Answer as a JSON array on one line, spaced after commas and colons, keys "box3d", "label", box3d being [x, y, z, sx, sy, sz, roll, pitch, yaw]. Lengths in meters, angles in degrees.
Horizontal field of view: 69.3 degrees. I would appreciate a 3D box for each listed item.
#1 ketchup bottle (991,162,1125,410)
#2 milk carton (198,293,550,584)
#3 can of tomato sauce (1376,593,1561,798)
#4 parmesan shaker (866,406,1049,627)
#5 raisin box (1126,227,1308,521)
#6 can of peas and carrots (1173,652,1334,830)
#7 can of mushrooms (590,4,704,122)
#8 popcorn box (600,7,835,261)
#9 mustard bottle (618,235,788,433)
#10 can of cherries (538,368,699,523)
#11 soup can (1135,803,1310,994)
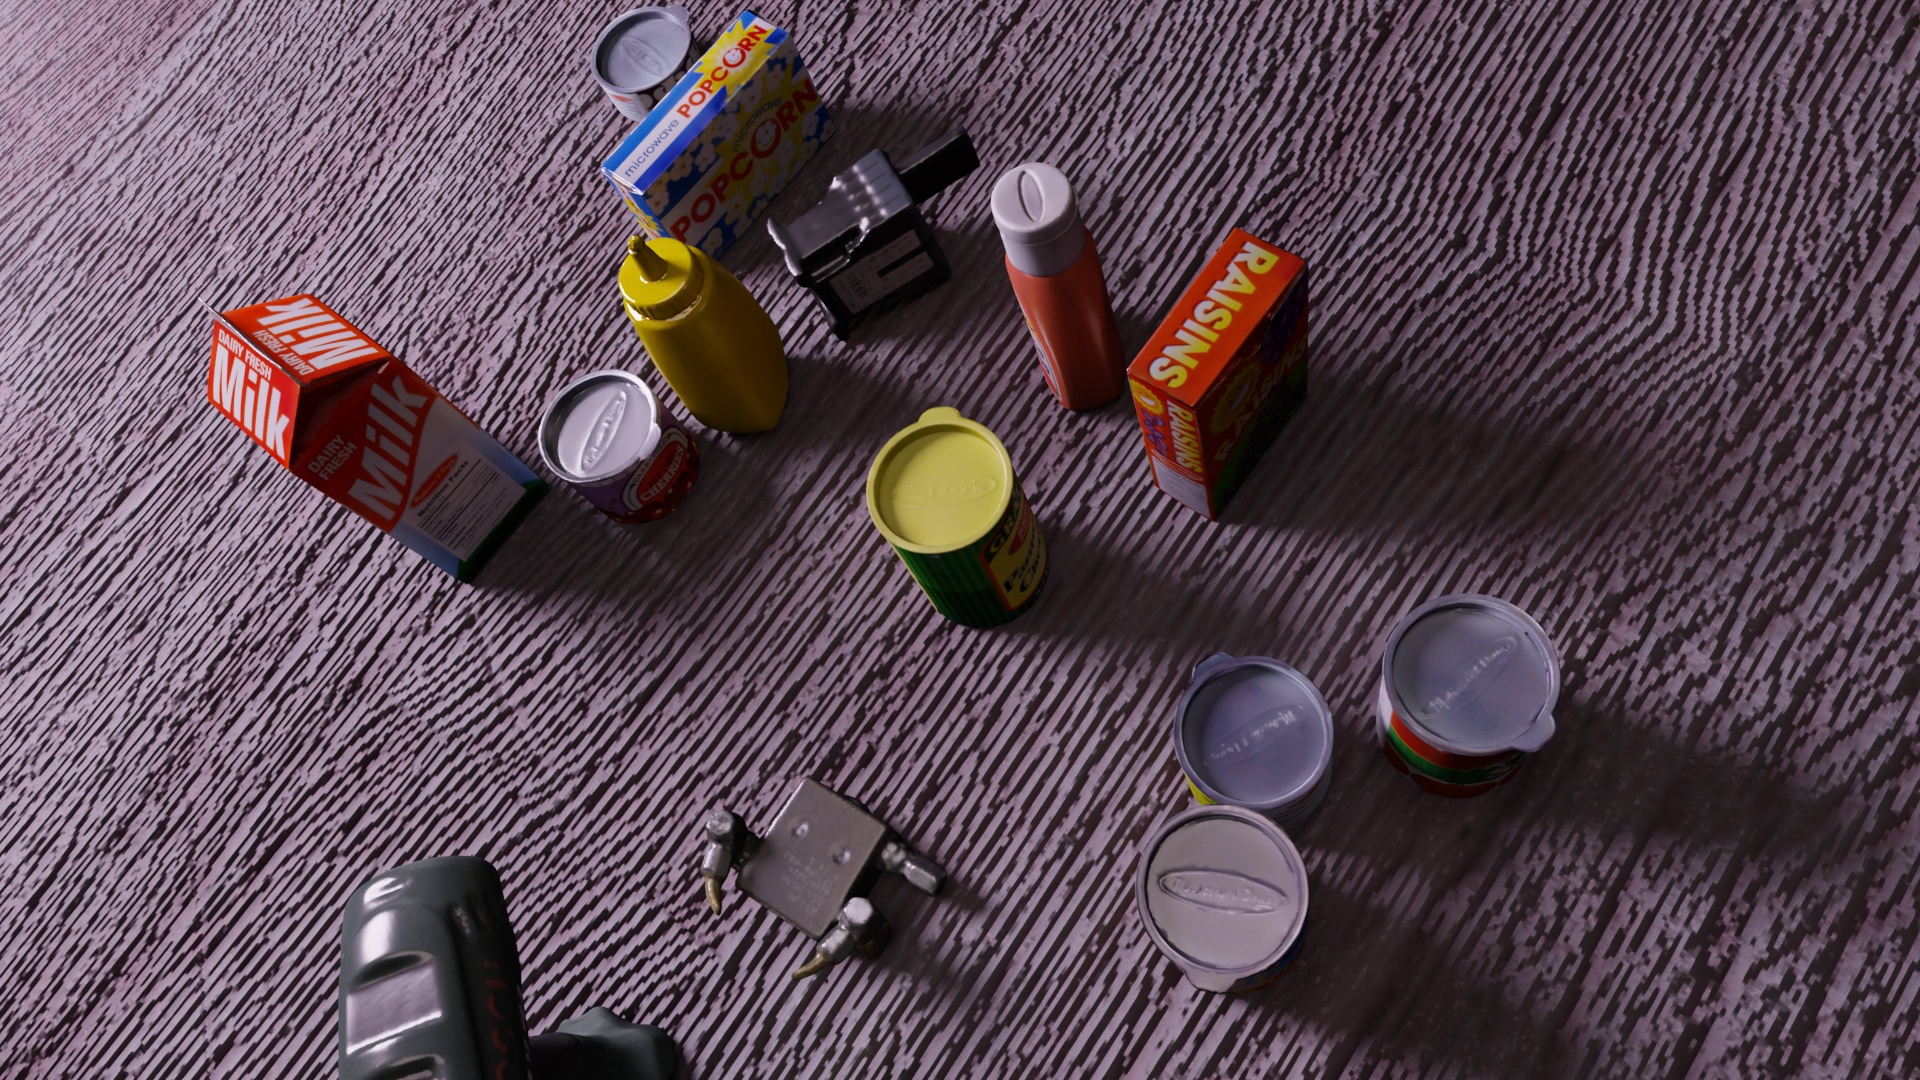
[{"box3d": [0.048, -0.122, 0.665, 0.043, 0.148, 0.065, -16, 65, 7], "label": "ketchup bottle"}, {"box3d": [-0.298, -0.056, 0.699, 0.072, 0.190, 0.073, 33, 79, 24], "label": "milk carton"}, {"box3d": [0.211, 0.068, 0.579, 0.071, 0.083, 0.071, -5, 66, 12], "label": "can of tomato sauce"}, {"box3d": [0.002, -0.008, 0.653, 0.071, 0.102, 0.071, -5, 67, 12], "label": "parmesan shaker"}, {"box3d": [0.122, -0.072, 0.639, 0.040, 0.123, 0.086, 34, 79, 24], "label": "raisin box"}, {"box3d": [0.127, 0.088, 0.605, 0.071, 0.058, 0.071, -5, 66, 12], "label": "can of peas and carrots"}, {"box3d": [-0.190, -0.297, 0.863, 0.071, 0.033, 0.071, -5, 66, 12], "label": "can of mushrooms"}, {"box3d": [-0.135, -0.223, 0.789, 0.038, 0.085, 0.127, 35, 79, 24], "label": "popcorn box"}, {"box3d": [-0.133, -0.110, 0.698, 0.049, 0.159, 0.065, -3, 67, 13], "label": "mustard bottle"}, {"box3d": [-0.179, -0.048, 0.739, 0.071, 0.058, 0.072, -5, 66, 12], "label": "can of cherries"}, {"box3d": [0.108, 0.151, 0.568, 0.071, 0.083, 0.071, -5, 66, 12], "label": "soup can"}]
